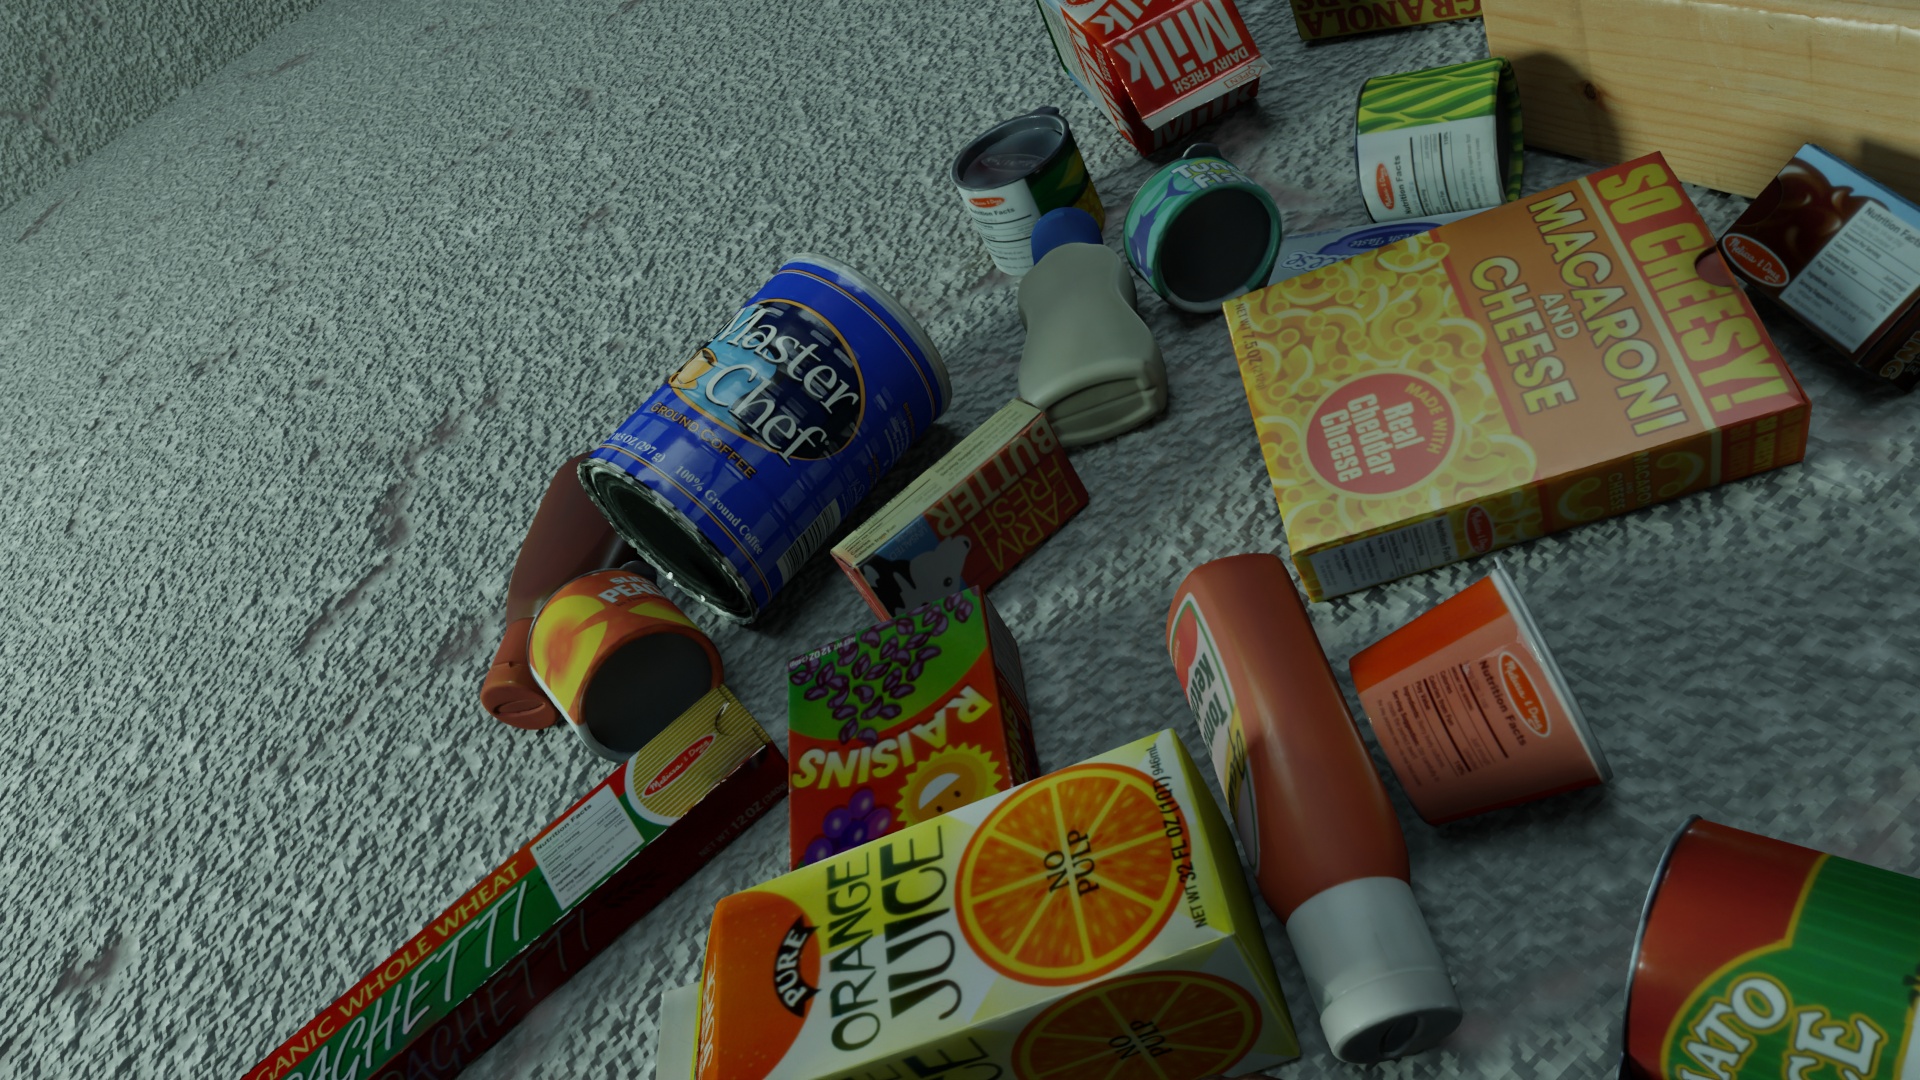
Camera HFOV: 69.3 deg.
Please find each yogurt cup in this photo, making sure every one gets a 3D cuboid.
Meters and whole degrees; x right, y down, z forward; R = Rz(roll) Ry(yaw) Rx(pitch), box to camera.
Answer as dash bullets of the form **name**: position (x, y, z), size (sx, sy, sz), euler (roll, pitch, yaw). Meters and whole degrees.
- **yogurt cup**: position (0.151, 0.049, 0.410), size (0.054, 0.072, 0.073), euler (-27, 38, 17)

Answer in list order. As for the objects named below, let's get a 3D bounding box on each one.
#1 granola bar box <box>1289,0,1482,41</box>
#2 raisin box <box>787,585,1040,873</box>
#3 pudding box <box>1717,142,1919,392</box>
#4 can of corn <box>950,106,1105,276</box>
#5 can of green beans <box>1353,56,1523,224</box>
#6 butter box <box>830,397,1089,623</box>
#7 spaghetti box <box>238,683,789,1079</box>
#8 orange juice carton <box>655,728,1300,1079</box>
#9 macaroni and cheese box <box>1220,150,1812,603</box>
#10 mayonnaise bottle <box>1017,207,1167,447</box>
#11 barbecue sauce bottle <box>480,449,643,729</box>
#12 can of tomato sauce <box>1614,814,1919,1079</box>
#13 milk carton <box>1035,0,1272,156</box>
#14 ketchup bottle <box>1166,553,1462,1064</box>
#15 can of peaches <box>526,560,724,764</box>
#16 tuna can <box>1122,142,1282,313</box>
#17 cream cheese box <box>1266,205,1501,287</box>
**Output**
- **granola bar box**: position (0.277, -0.329, 0.752), size (0.165, 0.039, 0.125), euler (5, 50, 36)
- **raisin box**: position (-0.017, 0.083, 0.498), size (0.086, 0.040, 0.124), euler (-22, 39, 10)
- **pudding box**: position (0.306, -0.095, 0.474), size (0.049, 0.030, 0.084), euler (-57, 29, 28)
- **can of corn**: position (0.038, -0.184, 0.732), size (0.071, 0.058, 0.071), euler (-18, 41, 16)
- **can of green beans**: position (0.210, -0.173, 0.606), size (0.058, 0.071, 0.071), euler (0, 48, 32)
- **butter box**: position (0.002, -0.007, 0.571), size (0.104, 0.053, 0.024), euler (-40, 37, -13)
- **spaghetti box**: position (-0.173, 0.153, 0.530), size (0.250, 0.028, 0.050), euler (-40, 40, -11)
- **orange juice carton**: position (-0.008, 0.134, 0.411), size (0.192, 0.072, 0.072), euler (-23, 40, 11)
- **macaroni and cheese box**: position (0.190, -0.059, 0.500), size (0.166, 0.040, 0.124), euler (-18, 53, 16)
- **mayonnaise bottle**: position (0.056, -0.106, 0.653), size (0.065, 0.041, 0.149), euler (-18, 39, 13)
- **barbecue sauce bottle**: position (-0.188, 0.021, 0.670), size (0.065, 0.043, 0.149), euler (-12, 43, 22)
- **can of tomato sauce**: position (0.202, 0.107, 0.312), size (0.083, 0.071, 0.071), euler (13, 56, 40)
- **milk carton**: position (0.105, -0.281, 0.782), size (0.072, 0.073, 0.191), euler (-27, 39, 4)
- **ketchup bottle**: position (0.103, 0.077, 0.415), size (0.043, 0.064, 0.149), euler (-11, 48, -4)
- **can of peaches**: position (-0.140, 0.051, 0.587), size (0.071, 0.071, 0.058), euler (-42, 41, -13)
- **tuna can**: position (0.111, -0.141, 0.631), size (0.071, 0.070, 0.033), euler (-31, 40, 0)
- **cream cheese box**: position (0.183, -0.112, 0.591), size (0.104, 0.024, 0.053), euler (-1, 48, 31)
